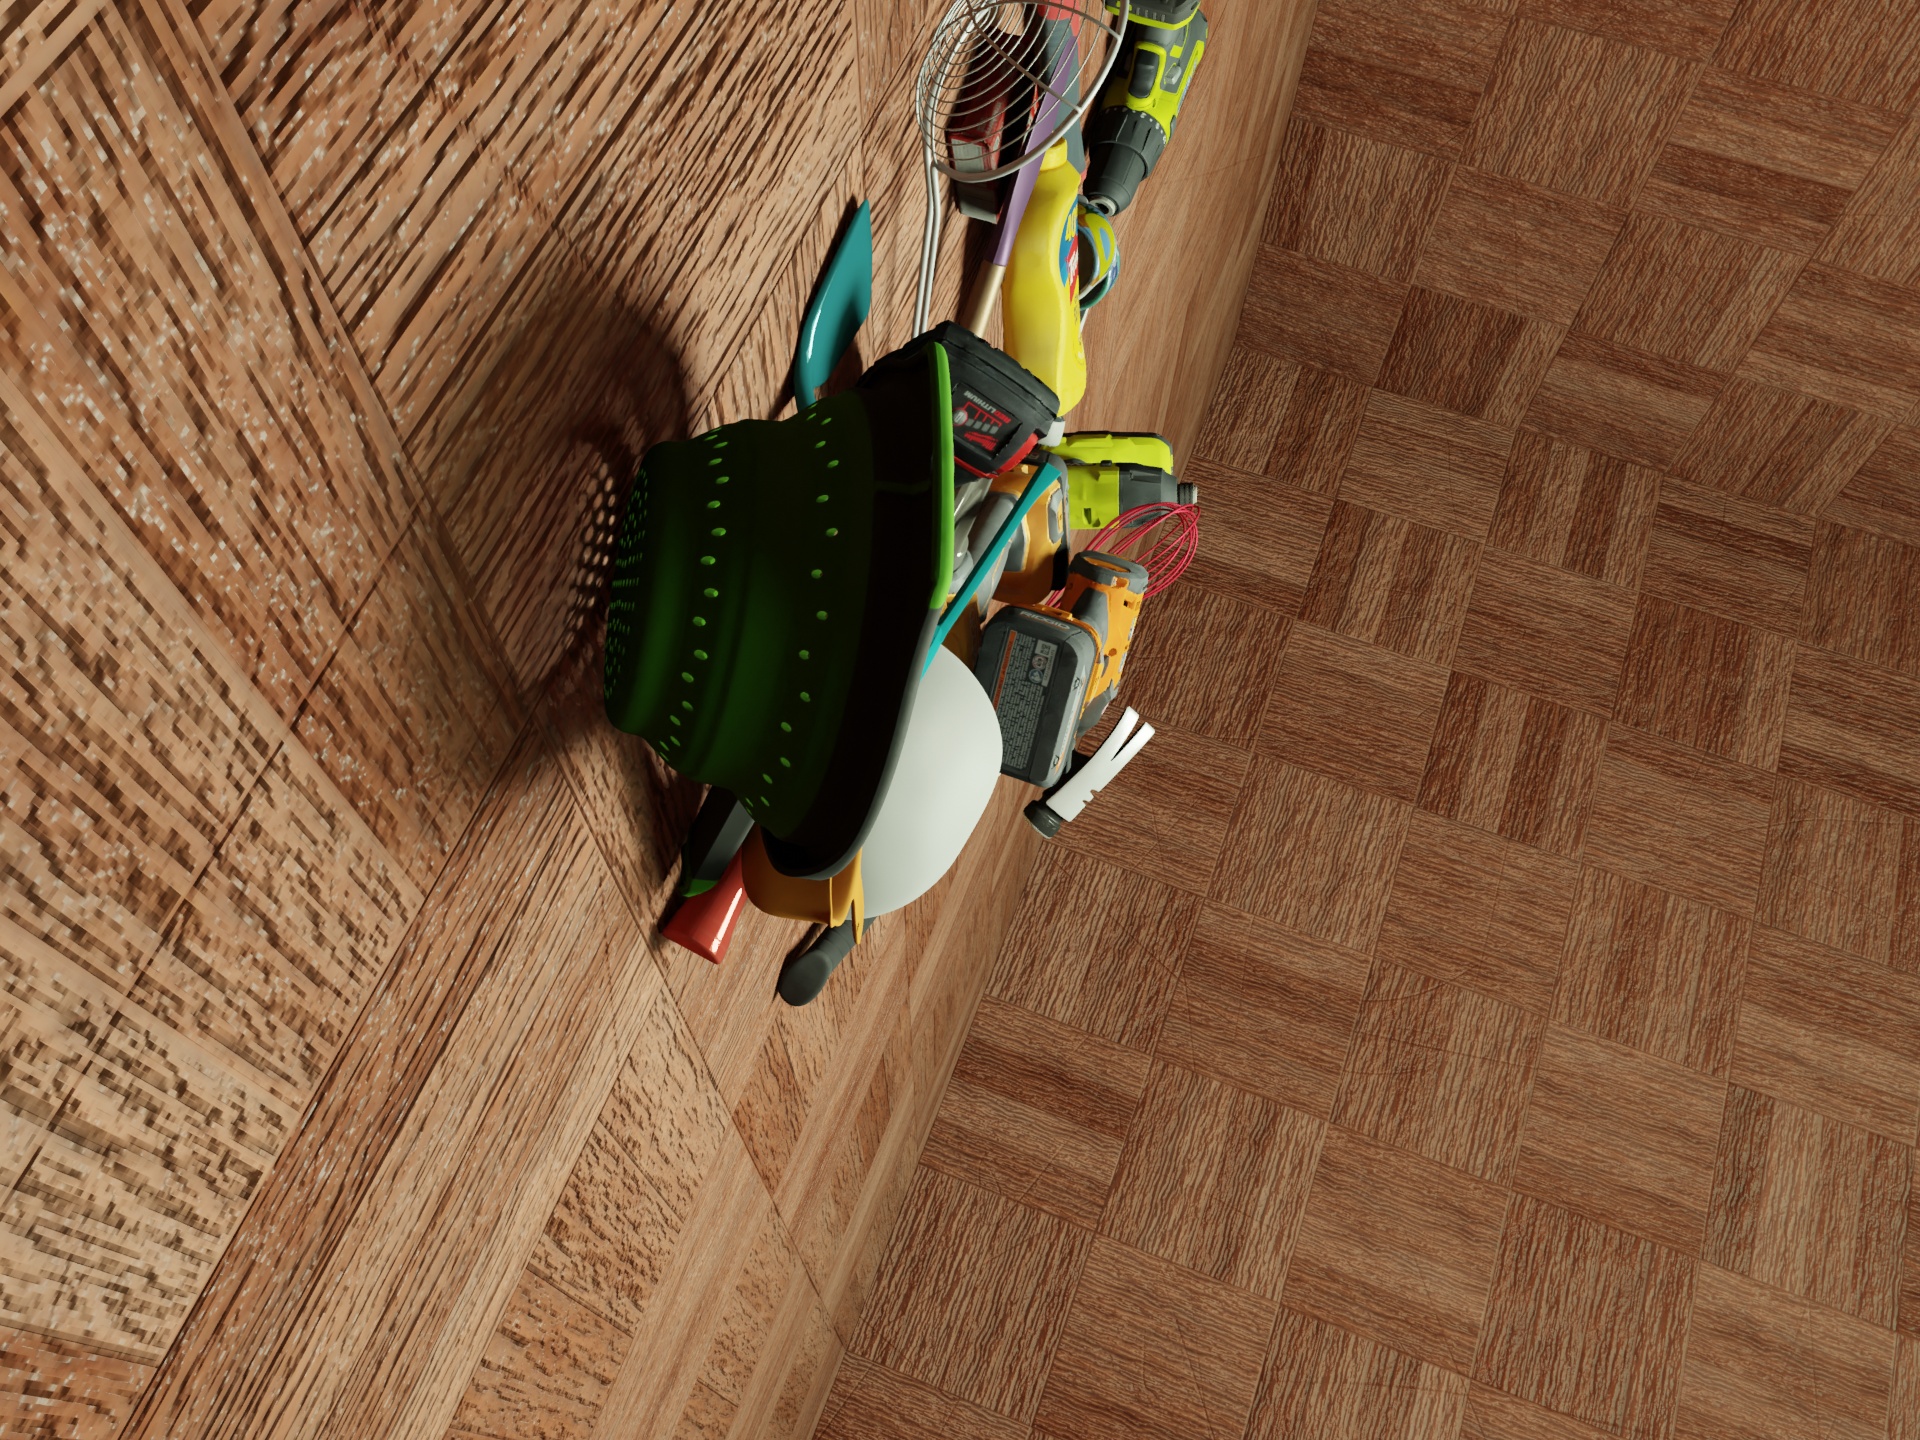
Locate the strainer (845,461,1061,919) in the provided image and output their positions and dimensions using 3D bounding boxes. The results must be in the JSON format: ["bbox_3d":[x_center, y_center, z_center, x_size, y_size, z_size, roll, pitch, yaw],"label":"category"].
[{"bbox_3d":[-0.002,-0.003,1.023,0.340,0.095,0.211,-57,-177,-5],"label":"strainer"}]

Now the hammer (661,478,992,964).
[{"bbox_3d":[-0.069,-0.019,0.941,0.359,0.037,0.149,-61,178,-28],"label":"hammer"}]

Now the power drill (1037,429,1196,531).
[{"bbox_3d":[0.128,-0.212,1.432,0.223,0.171,0.080,-58,148,-72],"label":"power drill"}]

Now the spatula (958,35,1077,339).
[{"bbox_3d":[0.012,-0.253,0.964,0.060,0.018,0.315,-63,175,-63],"label":"spatula"}]

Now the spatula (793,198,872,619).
[{"bbox_3d":[-0.053,-0.097,0.750,0.082,0.044,0.318,95,-10,-66],"label":"spatula"}]

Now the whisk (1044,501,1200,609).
[{"bbox_3d":[0.077,-0.087,1.320,0.296,0.073,0.073,-36,177,10],"label":"whisk"}]

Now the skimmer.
[{"bbox_3d":[0.009,-0.243,0.887,0.363,0.090,0.127,103,-25,-50],"label":"skimmer"}]

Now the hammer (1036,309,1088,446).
[{"bbox_3d":[0.042,-0.266,1.225,0.409,0.036,0.149,-47,154,-69],"label":"hammer"}]

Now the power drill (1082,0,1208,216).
[{"bbox_3d":[0.143,-0.511,1.198,0.228,0.080,0.191,89,21,-73],"label":"power drill"}]

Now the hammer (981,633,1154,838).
[{"bbox_3d":[0.073,-0.019,1.435,0.127,0.034,0.337,-46,-155,9],"label":"hammer"}]

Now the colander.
[{"bbox_3d":[-0.111,-0.009,0.679,0.397,0.094,0.205,128,-34,-56],"label":"colander"}]

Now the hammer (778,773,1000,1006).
[{"bbox_3d":[-0.063,0.136,1.337,0.146,0.035,0.335,-50,178,34],"label":"hammer"}]

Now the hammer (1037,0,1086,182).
[{"bbox_3d":[0.063,-0.453,0.951,0.386,0.038,0.143,72,36,-76],"label":"hammer"}]

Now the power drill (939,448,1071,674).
[{"bbox_3d":[0.015,-0.086,1.208,0.226,0.084,0.185,-58,151,-47],"label":"power drill"}]

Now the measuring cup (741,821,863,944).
[{"bbox_3d":[-0.082,0.082,0.869,0.173,0.052,0.095,89,9,-60],"label":"measuring cup"}]

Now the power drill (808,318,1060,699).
[{"bbox_3d":[-0.036,-0.088,0.827,0.143,0.078,0.220,-8,-123,61],"label":"power drill"}]

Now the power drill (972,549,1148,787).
[{"bbox_3d":[0.073,-0.028,1.190,0.226,0.084,0.164,-40,146,-64],"label":"power drill"}]
